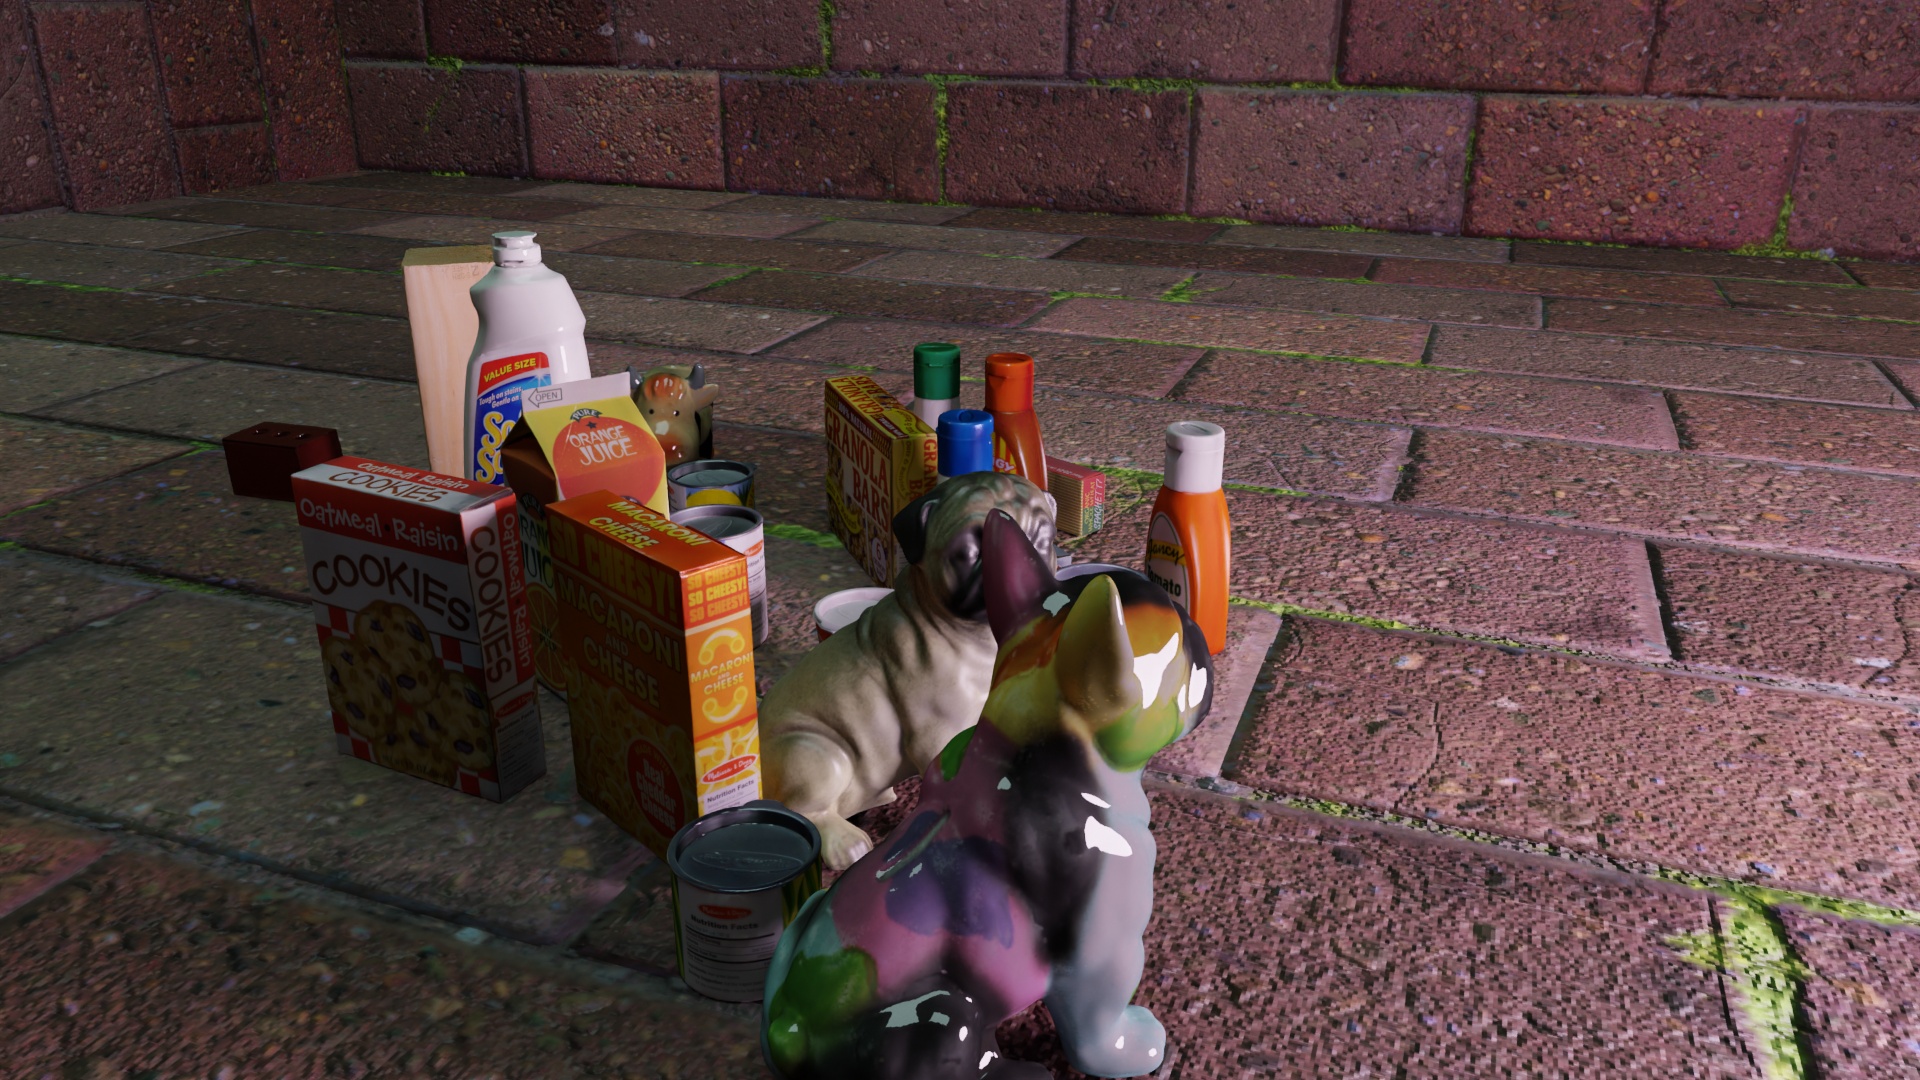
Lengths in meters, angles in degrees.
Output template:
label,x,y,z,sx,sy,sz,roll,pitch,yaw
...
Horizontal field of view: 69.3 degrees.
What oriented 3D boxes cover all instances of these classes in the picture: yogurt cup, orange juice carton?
label,x,y,z,sx,sy,sz,roll,pitch,yaw
yogurt cup,-0.056,0.066,0.852,0.072,0.053,0.072,0,21,0
orange juice carton,-0.222,-0.003,0.835,0.072,0.191,0.073,-18,28,-39

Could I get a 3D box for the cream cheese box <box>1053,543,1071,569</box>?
label,x,y,z,sx,sy,sz,roll,pitch,yaw
cream cheese box,0.042,0.019,0.973,0.024,0.053,0.104,-10,24,-24

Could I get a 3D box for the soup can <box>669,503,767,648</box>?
label,x,y,z,sx,sy,sz,roll,pitch,yaw
soup can,-0.163,0.025,0.912,0.071,0.083,0.071,0,21,0

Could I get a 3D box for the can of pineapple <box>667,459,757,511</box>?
label,x,y,z,sx,sy,sz,roll,pitch,yaw
can of pineapple,-0.190,-0.026,1.076,0.071,0.057,0.071,0,21,0

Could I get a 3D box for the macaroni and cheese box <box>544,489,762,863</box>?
label,x,y,z,sx,sy,sz,roll,pitch,yaw
macaroni and cheese box,-0.150,0.070,0.686,0.040,0.165,0.124,-19,28,-40

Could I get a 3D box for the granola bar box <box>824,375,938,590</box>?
label,x,y,z,sx,sy,sz,roll,pitch,yaw
granola bar box,-0.060,-0.042,1.029,0.039,0.123,0.166,-8,23,-20

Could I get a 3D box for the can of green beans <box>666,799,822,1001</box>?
label,x,y,z,sx,sy,sz,roll,pitch,yaw
can of green beans,-0.093,0.158,0.610,0.071,0.057,0.071,0,21,0

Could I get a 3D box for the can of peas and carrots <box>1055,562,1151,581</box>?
label,x,y,z,sx,sy,sz,roll,pitch,yaw
can of peas and carrots,0.089,0.053,0.880,0.071,0.058,0.071,0,21,0

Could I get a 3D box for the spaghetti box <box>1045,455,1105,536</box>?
label,x,y,z,sx,sy,sz,roll,pitch,yaw
spaghetti box,0.018,-0.060,1.179,0.029,0.050,0.250,-19,29,-41

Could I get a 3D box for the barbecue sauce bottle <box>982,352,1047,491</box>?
label,x,y,z,sx,sy,sz,roll,pitch,yaw
barbecue sauce bottle,0.036,-0.068,1.064,0.065,0.148,0.044,15,25,33

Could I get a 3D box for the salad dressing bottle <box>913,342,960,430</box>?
label,x,y,z,sx,sy,sz,roll,pitch,yaw
salad dressing bottle,-0.018,-0.081,1.097,0.064,0.147,0.044,1,21,1

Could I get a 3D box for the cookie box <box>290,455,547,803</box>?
label,x,y,z,sx,sy,sz,roll,pitch,yaw
cookie box,-0.288,0.045,0.744,0.123,0.166,0.040,11,23,25

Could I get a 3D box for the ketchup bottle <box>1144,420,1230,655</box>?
label,x,y,z,sx,sy,sz,roll,pitch,yaw
ketchup bottle,0.148,-0.002,0.898,0.044,0.148,0.065,-11,24,-26

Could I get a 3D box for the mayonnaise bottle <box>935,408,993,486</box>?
label,x,y,z,sx,sy,sz,roll,pitch,yaw
mayonnaise bottle,0.003,-0.012,0.921,0.041,0.147,0.065,0,21,0
